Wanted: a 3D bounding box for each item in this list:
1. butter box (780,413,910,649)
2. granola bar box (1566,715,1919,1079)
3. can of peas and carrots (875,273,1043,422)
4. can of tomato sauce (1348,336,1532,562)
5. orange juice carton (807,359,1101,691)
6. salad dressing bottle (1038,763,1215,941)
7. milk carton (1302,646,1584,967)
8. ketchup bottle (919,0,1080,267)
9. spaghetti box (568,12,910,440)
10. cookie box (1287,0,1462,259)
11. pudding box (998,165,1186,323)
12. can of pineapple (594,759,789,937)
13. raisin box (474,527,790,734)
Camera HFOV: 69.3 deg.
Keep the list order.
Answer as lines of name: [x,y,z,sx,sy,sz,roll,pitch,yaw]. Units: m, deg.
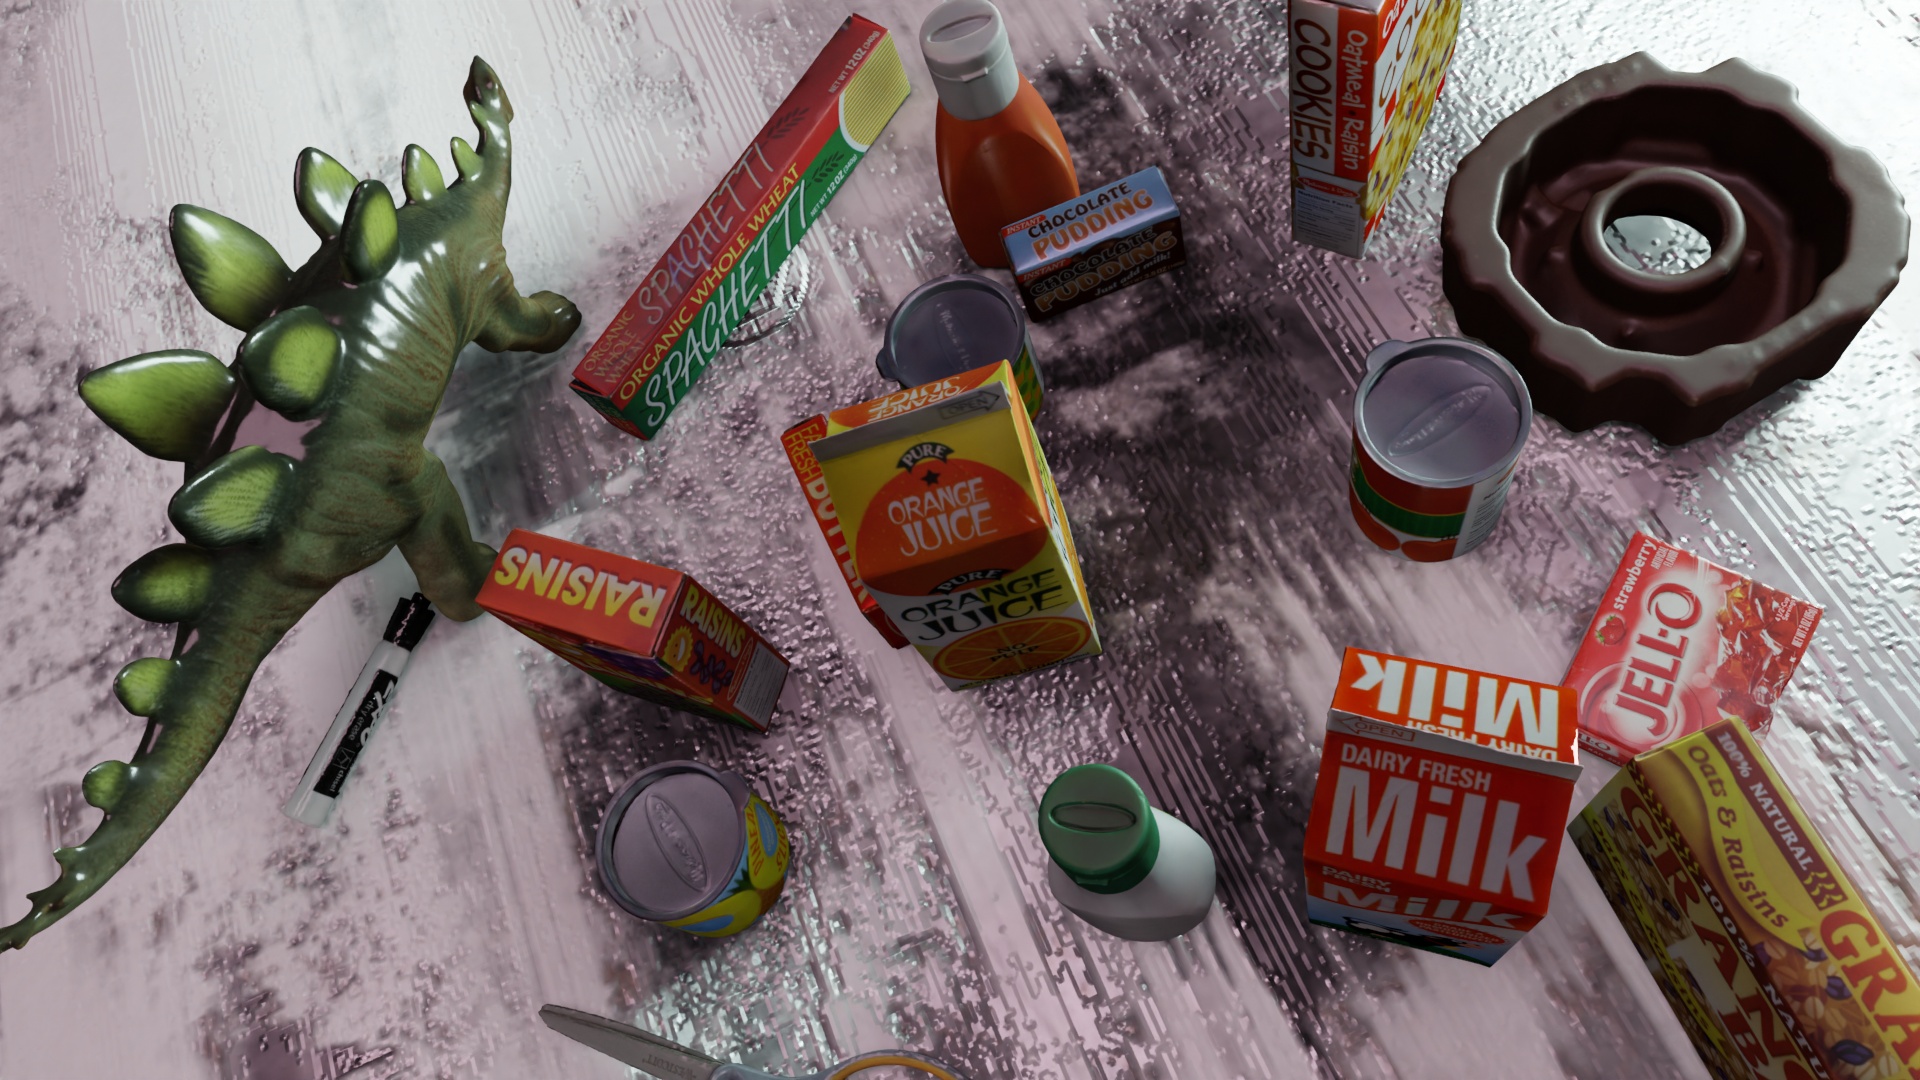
butter box: [-0.048,-0.004,0.638,0.024,0.053,0.104,-28,64,1]
granola bar box: [0.271,0.151,0.455,0.039,0.124,0.166,-24,64,3]
can of peas and carrots: [0.001,-0.081,0.656,0.071,0.058,0.071,-5,67,12]
can of tomato sauce: [0.194,-0.036,0.577,0.071,0.083,0.071,-5,67,12]
orange juice carton: [0.002,-0.007,0.550,0.072,0.192,0.073,-16,65,7]
salad dressing bottle: [0.059,0.116,0.508,0.064,0.147,0.044,1,68,14]
milk carton: [0.159,0.091,0.471,0.072,0.190,0.073,11,71,18]
ketchup bottle: [0.017,-0.186,0.648,0.065,0.148,0.044,-18,65,6]
spaghetti box: [-0.110,-0.163,0.723,0.029,0.050,0.250,29,76,23]
cookie box: [0.185,-0.224,0.613,0.040,0.167,0.123,22,74,21]
pudding box: [0.065,-0.143,0.672,0.084,0.049,0.030,-21,64,4]
can of pineapple: [-0.111,0.132,0.592,0.071,0.057,0.071,-5,67,12]
raisin box: [-0.137,0.042,0.601,0.086,0.123,0.040,14,72,19]
